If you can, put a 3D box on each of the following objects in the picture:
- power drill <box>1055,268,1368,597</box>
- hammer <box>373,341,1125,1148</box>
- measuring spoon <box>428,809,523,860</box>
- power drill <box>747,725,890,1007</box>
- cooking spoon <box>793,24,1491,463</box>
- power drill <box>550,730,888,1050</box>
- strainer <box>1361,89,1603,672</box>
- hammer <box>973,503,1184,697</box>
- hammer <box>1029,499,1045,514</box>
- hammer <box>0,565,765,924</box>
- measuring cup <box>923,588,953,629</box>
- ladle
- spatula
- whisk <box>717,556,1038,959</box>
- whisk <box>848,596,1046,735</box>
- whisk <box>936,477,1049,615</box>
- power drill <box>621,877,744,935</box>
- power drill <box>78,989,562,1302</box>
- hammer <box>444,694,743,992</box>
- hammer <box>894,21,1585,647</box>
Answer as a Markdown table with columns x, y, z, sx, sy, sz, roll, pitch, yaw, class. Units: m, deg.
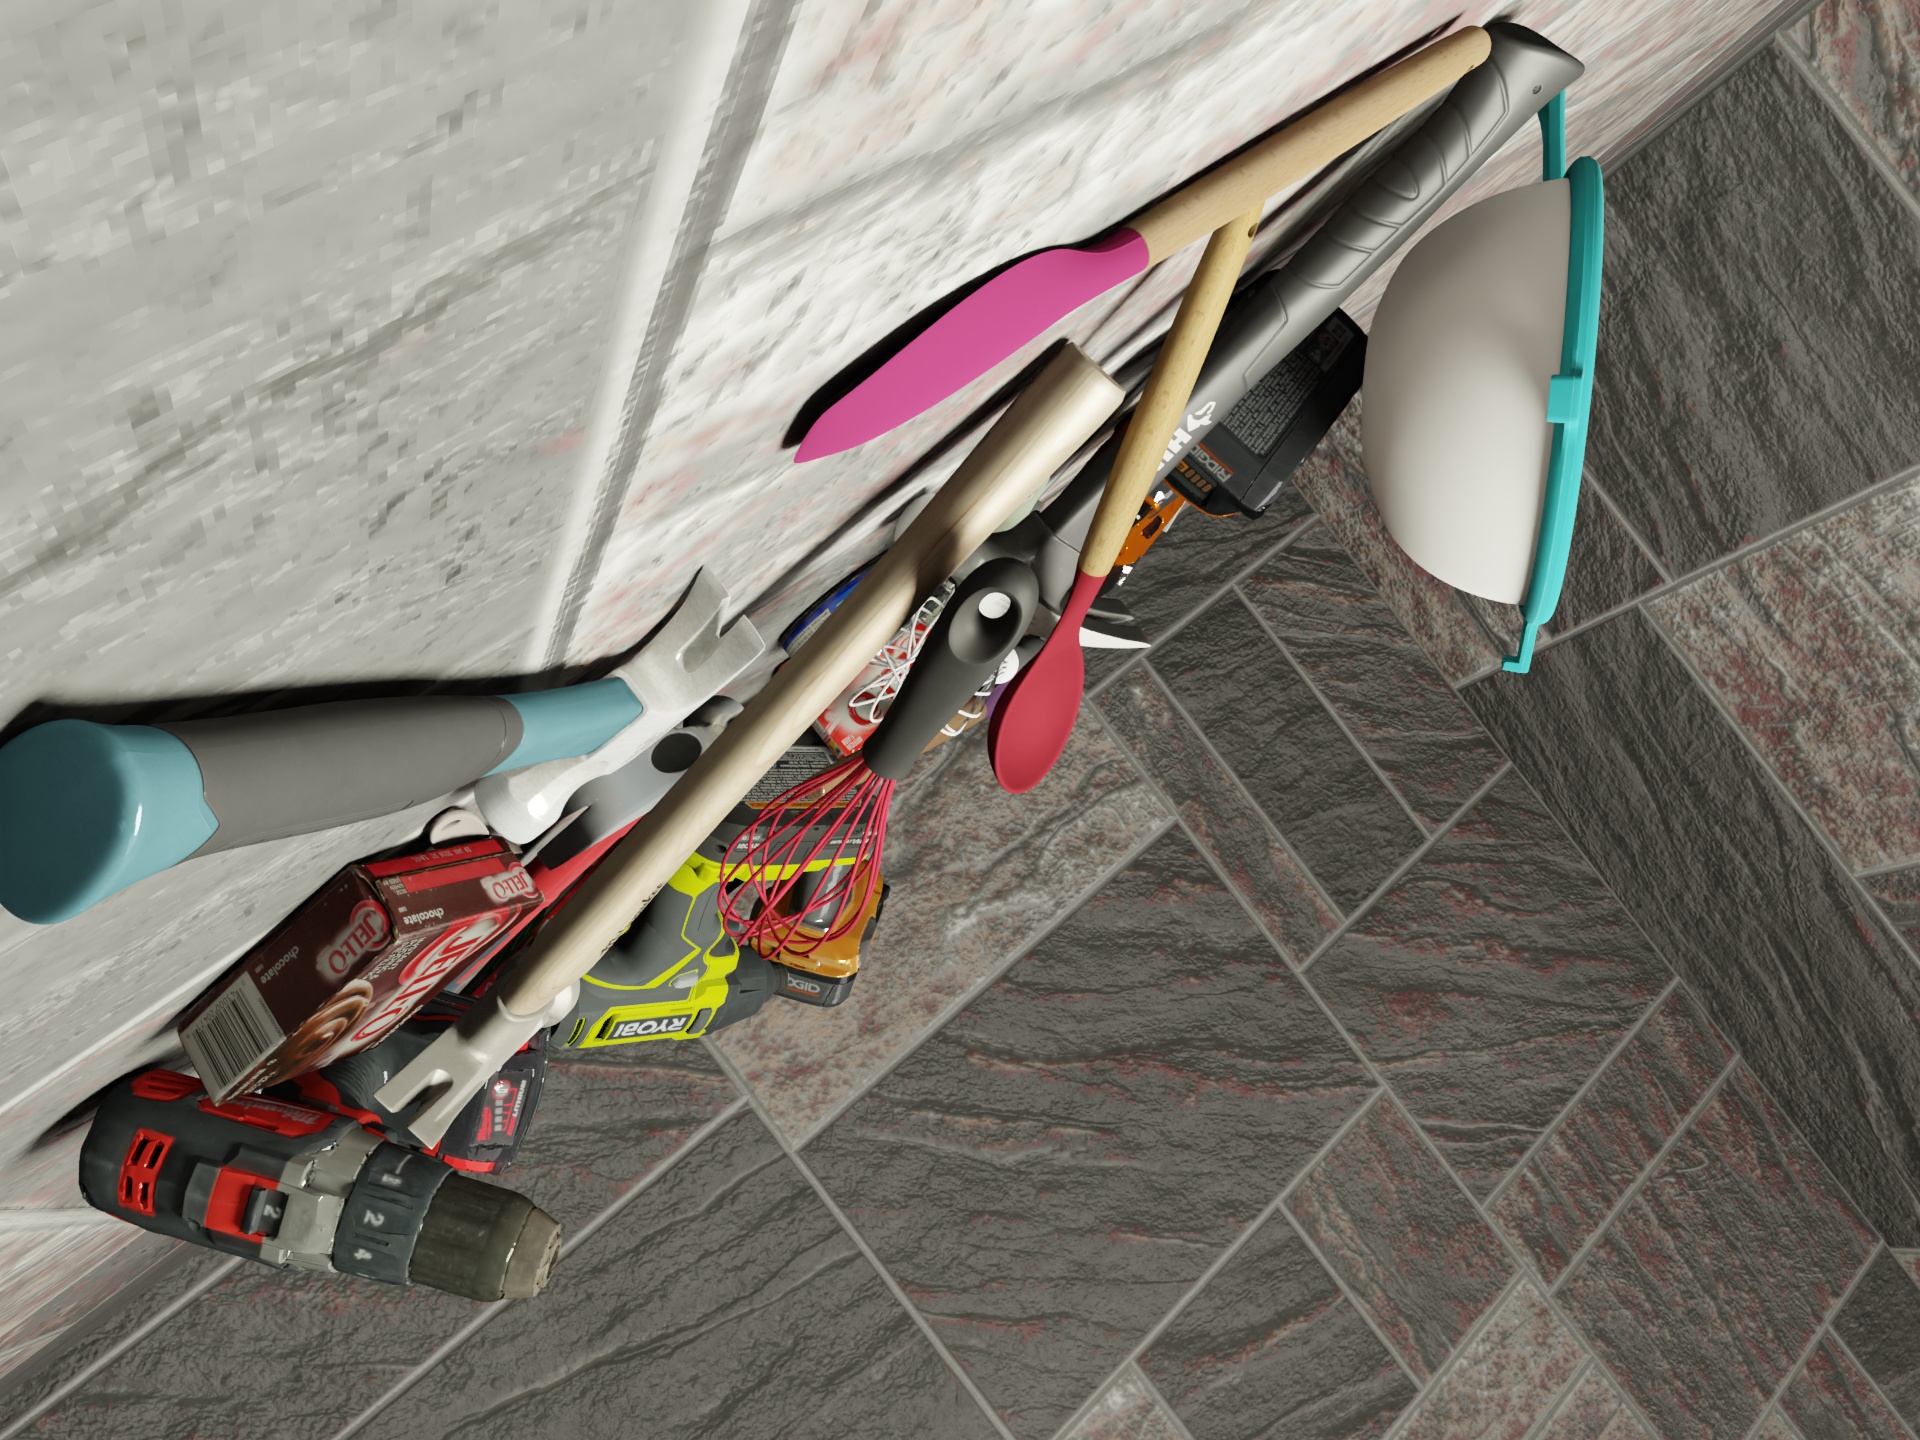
| x | y | z | sx | sy | sz | roll | pitch | yaw | class |
| --- | --- | --- | --- | --- | --- | --- | --- | --- | --- |
| 0.110 | -0.132 | 0.868 | 0.164 | 0.084 | 0.226 | -51 | -173 | -22 | power drill |
| -0.086 | 0.011 | 0.650 | 0.410 | 0.038 | 0.146 | -46 | -177 | 15 | hammer |
| -0.204 | 0.048 | 0.653 | 0.034 | 0.018 | 0.124 | -31 | 171 | -15 | measuring spoon |
| -0.078 | 0.058 | 1.092 | 0.185 | 0.084 | 0.226 | -70 | 174 | -59 | power drill |
| 0.073 | -0.161 | 0.510 | 0.319 | 0.017 | 0.068 | -37 | 180 | -25 | cooking spoon |
| -0.143 | 0.109 | 0.957 | 0.171 | 0.080 | 0.223 | 2 | 134 | -40 | power drill |
| 0.250 | -0.206 | 0.779 | 0.210 | 0.095 | 0.341 | 72 | 27 | -55 | strainer |
| 0.088 | -0.109 | 1.058 | 0.331 | 0.031 | 0.130 | -47 | 170 | -29 | hammer |
| 0.085 | -0.129 | 1.193 | 0.149 | 0.037 | 0.359 | -56 | 171 | 28 | hammer |
| -0.136 | 0.007 | 0.427 | 0.128 | 0.033 | 0.331 | -37 | 179 | 7 | hammer |
| 0.027 | -0.101 | 1.207 | 0.083 | 0.038 | 0.167 | -37 | 180 | -45 | measuring cup |
| 0.064 | -0.083 | 0.671 | 0.069 | 0.031 | 0.315 | -36 | 157 | -41 | ladle |
| -0.001 | -0.003 | 0.918 | 0.316 | 0.018 | 0.059 | -27 | 145 | -59 | spatula |
| -0.041 | 0.026 | 0.696 | 0.073 | 0.073 | 0.295 | -37 | 169 | -43 | whisk |
| 0.009 | -0.030 | 0.824 | 0.070 | 0.070 | 0.284 | -38 | 173 | 15 | whisk |
| 0.015 | -0.099 | 0.873 | 0.246 | 0.058 | 0.059 | 128 | -20 | -76 | whisk |
| -0.241 | 0.127 | 1.202 | 0.190 | 0.080 | 0.228 | -38 | -178 | -33 | power drill |
| -0.252 | 0.188 | 0.717 | 0.227 | 0.188 | 0.080 | -66 | 172 | -88 | power drill |
| -0.259 | 0.112 | 0.869 | 0.386 | 0.038 | 0.143 | -38 | 178 | 40 | hammer |
| 0.130 | -0.161 | 0.693 | 0.334 | 0.035 | 0.146 | -45 | 136 | 19 | hammer |
